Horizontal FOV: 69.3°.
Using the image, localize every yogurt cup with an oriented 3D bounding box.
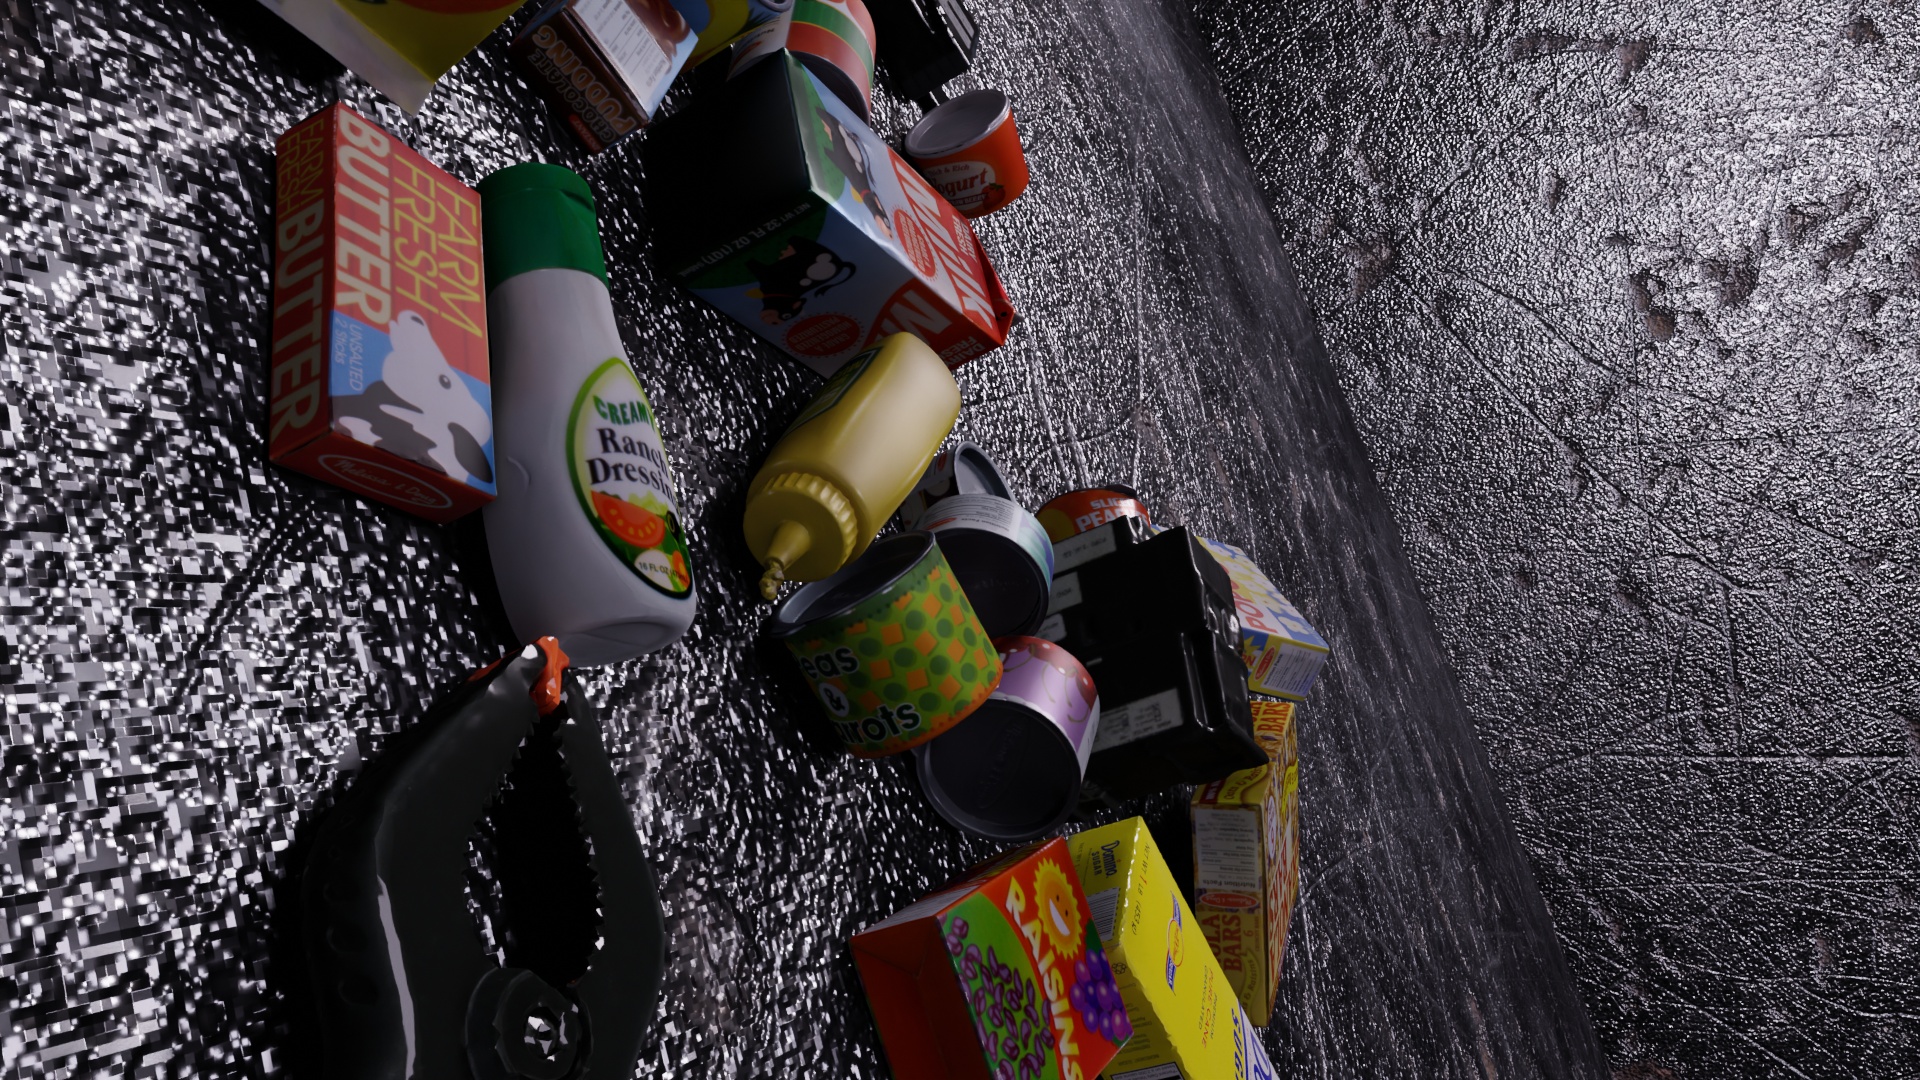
[{"bbox_3d":[0.007,-0.232,0.840,0.073,0.072,0.053,-86,154,-48],"label":"yogurt cup"}]

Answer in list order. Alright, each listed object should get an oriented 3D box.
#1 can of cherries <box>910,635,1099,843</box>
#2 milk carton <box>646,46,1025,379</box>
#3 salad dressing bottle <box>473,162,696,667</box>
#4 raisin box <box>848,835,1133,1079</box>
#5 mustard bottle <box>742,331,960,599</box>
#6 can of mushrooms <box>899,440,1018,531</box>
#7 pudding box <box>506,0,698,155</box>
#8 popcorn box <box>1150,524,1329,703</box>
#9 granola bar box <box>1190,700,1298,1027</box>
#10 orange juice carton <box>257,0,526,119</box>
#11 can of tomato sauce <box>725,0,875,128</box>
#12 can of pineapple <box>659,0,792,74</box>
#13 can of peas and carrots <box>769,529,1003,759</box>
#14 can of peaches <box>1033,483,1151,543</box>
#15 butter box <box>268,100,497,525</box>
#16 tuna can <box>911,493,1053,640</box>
[{"bbox_3d":[0.019,0.078,0.568,0.071,0.071,0.058,62,23,-14],"label":"can of cherries"},{"bbox_3d":[-0.044,-0.119,0.604,0.190,0.072,0.074,30,42,-56],"label":"milk carton"},{"bbox_3d":[-0.114,-0.039,0.405,0.064,0.044,0.148,26,46,-64],"label":"salad dressing bottle"},{"bbox_3d":[0.015,0.166,0.510,0.123,0.040,0.086,-4,72,-65],"label":"raisin box"},{"bbox_3d":[-0.046,-0.026,0.524,0.048,0.065,0.161,47,30,-14],"label":"mustard bottle"},{"bbox_3d":[0.002,-0.008,0.653,0.071,0.033,0.071,49,27,-37],"label":"can of mushrooms"},{"bbox_3d":[-0.132,-0.188,0.525,0.049,0.030,0.084,52,27,-31],"label":"pudding box"},{"bbox_3d":[0.139,0.037,0.779,0.085,0.038,0.127,14,21,-20],"label":"popcorn box"},{"bbox_3d":[0.164,0.174,0.784,0.166,0.039,0.124,-33,121,-68],"label":"granola bar box"},{"bbox_3d":[-0.153,-0.223,0.410,0.071,0.073,0.193,40,59,-50],"label":"orange juice carton"},{"bbox_3d":[-0.071,-0.210,0.636,0.071,0.071,0.083,49,27,-37],"label":"can of tomato sauce"},{"bbox_3d":[-0.111,-0.237,0.582,0.071,0.058,0.071,49,29,-39],"label":"can of pineapple"},{"bbox_3d":[-0.027,0.038,0.502,0.058,0.071,0.071,62,23,-15],"label":"can of peas and carrots"},{"bbox_3d":[0.073,0.013,0.745,0.071,0.071,0.058,45,32,-43],"label":"can of peaches"},{"bbox_3d":[-0.152,-0.060,0.367,0.053,0.024,0.104,31,42,-56],"label":"butter box"},{"bbox_3d":[0.007,0.017,0.599,0.071,0.071,0.033,57,23,-23],"label":"tuna can"}]
